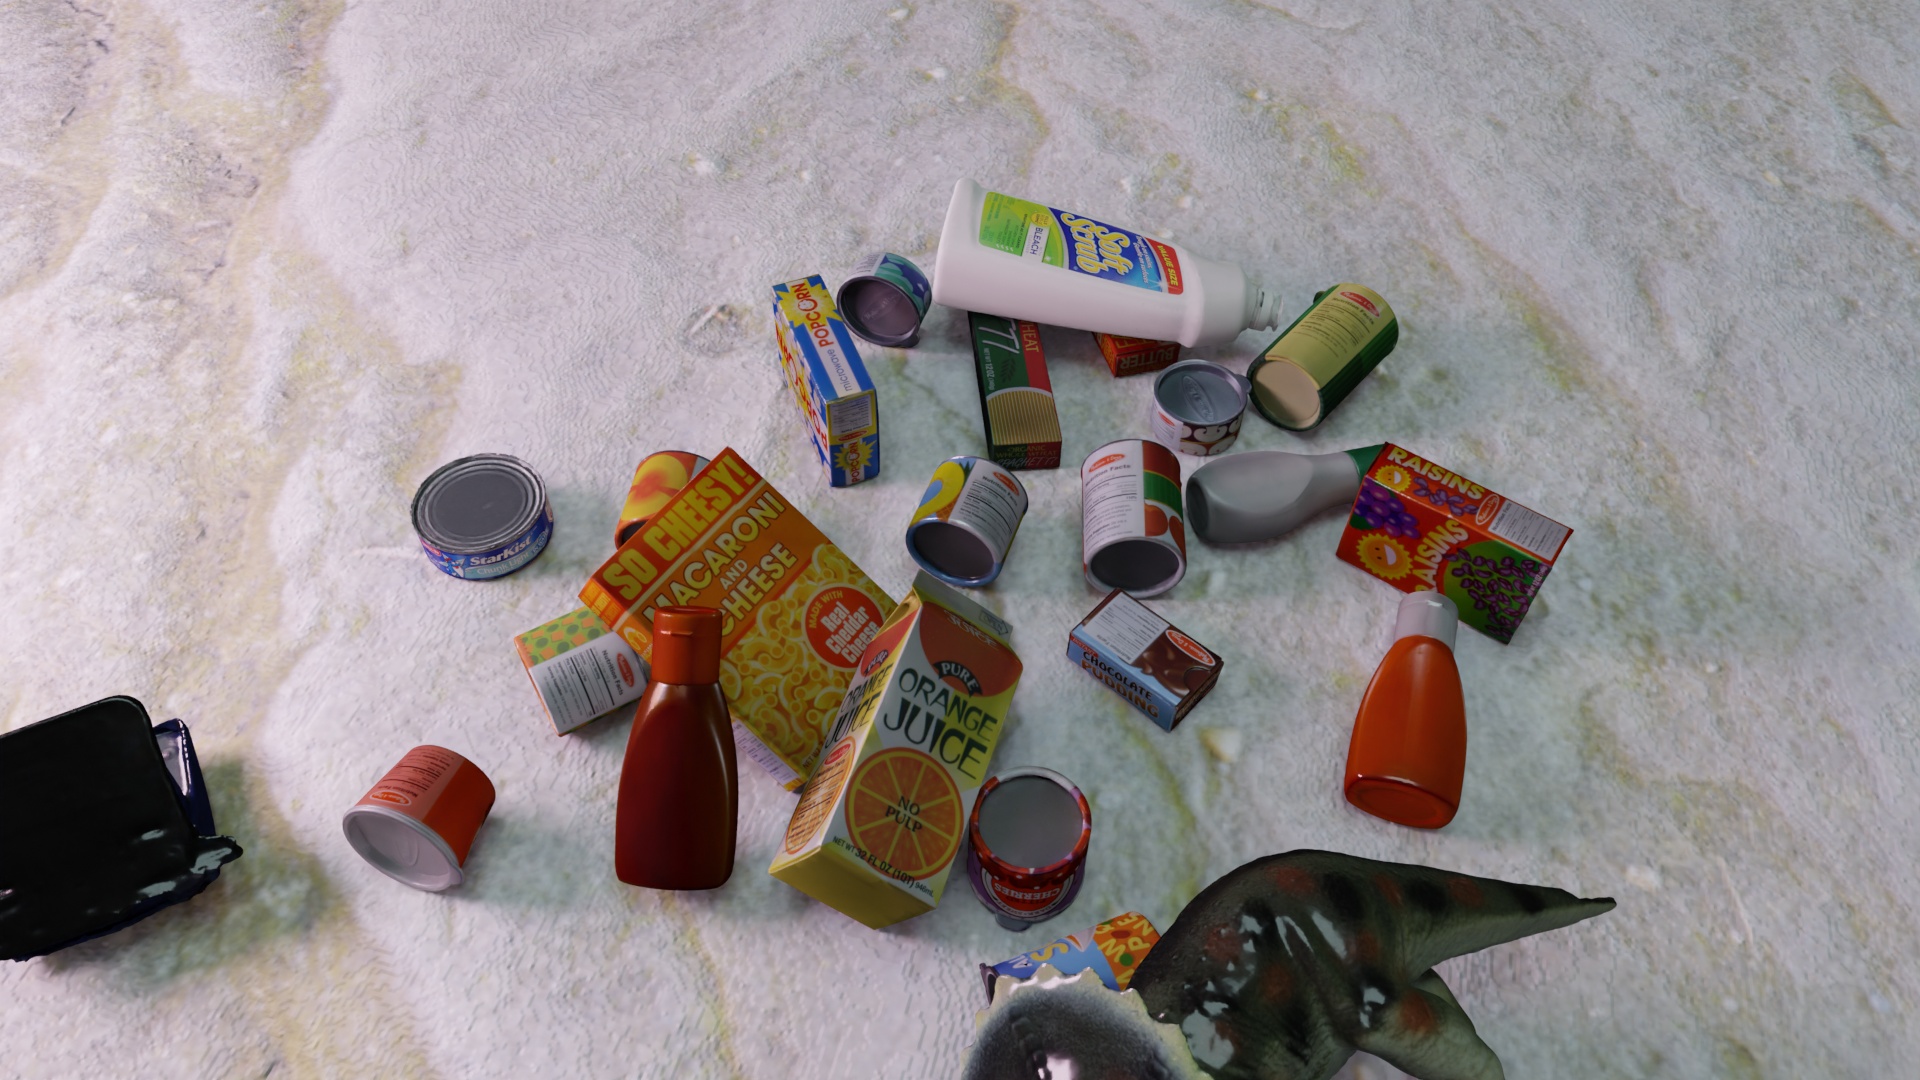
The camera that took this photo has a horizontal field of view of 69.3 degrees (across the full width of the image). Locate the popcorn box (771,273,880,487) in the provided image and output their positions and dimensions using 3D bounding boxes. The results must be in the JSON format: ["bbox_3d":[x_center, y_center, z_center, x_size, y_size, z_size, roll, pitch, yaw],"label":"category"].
[{"bbox_3d":[-0.093,-0.111,0.965,0.038,0.084,0.127,-16,53,-13],"label":"popcorn box"}]

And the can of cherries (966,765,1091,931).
[{"bbox_3d":[0.037,0.167,0.754,0.071,0.058,0.072,1,50,-1],"label":"can of cherries"}]

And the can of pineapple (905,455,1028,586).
[{"bbox_3d":[0.003,-0.011,0.899,0.071,0.070,0.058,16,52,11],"label":"can of pineapple"}]

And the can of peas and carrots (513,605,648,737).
[{"bbox_3d":[-0.224,0.074,0.821,0.059,0.070,0.071,-25,55,-20],"label":"can of peas and carrots"}]

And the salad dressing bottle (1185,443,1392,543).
[{"bbox_3d":[0.228,-0.036,0.939,0.148,0.043,0.064,-11,50,-12],"label":"salad dressing bottle"}]

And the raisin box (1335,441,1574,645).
[{"bbox_3d":[0.310,0.001,0.882,0.123,0.085,0.040,29,57,21],"label":"raisin box"}]

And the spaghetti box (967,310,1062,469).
[{"bbox_3d":[0.033,-0.154,1.040,0.050,0.028,0.251,-3,51,-5],"label":"spaghetti box"}]

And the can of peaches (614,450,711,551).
[{"bbox_3d":[-0.186,-0.014,0.896,0.071,0.071,0.058,5,51,3],"label":"can of peaches"}]

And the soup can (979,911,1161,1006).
[{"bbox_3d":[0.061,0.229,0.698,0.084,0.071,0.071,-17,53,-16],"label":"soup can"}]

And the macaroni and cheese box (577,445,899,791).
[{"bbox_3d":[-0.119,0.045,0.816,0.166,0.040,0.124,44,57,-5],"label":"macaroni and cheese box"}]

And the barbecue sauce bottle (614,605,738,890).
[{"bbox_3d":[-0.150,0.110,0.748,0.065,0.044,0.148,4,95,-1],"label":"barbecue sauce bottle"}]

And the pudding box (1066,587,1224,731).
[{"bbox_3d":[0.112,0.073,0.853,0.084,0.030,0.050,35,57,24],"label":"pudding box"}]

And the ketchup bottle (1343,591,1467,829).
[{"bbox_3d":[0.272,0.096,0.829,0.065,0.043,0.149,16,52,10],"label":"ketchup bottle"}]

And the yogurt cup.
[{"bbox_3d":[-0.292,0.149,0.758,0.072,0.072,0.054,14,43,10],"label":"yogurt cup"}]

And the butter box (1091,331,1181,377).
[{"bbox_3d":[0.125,-0.170,1.059,0.053,0.024,0.104,-10,51,-11],"label":"butter box"}]

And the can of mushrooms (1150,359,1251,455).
[{"bbox_3d":[0.172,-0.095,0.992,0.071,0.033,0.071,1,50,-1],"label":"can of mushrooms"}]

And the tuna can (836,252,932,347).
[{"bbox_3d":[-0.054,-0.178,1.036,0.071,0.070,0.033,14,51,10],"label":"tuna can"}]

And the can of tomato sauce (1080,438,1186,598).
[{"bbox_3d":[0.113,-0.013,0.903,0.071,0.070,0.083,3,51,1],"label":"can of tomato sauce"}]

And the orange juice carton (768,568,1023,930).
[{"bbox_3d":[-0.027,0.107,0.769,0.072,0.072,0.194,33,55,-15],"label":"orange juice carton"}]

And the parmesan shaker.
[{"bbox_3d":[0.259,-0.134,1.006,0.071,0.071,0.103,34,58,24],"label":"parmesan shaker"}]
